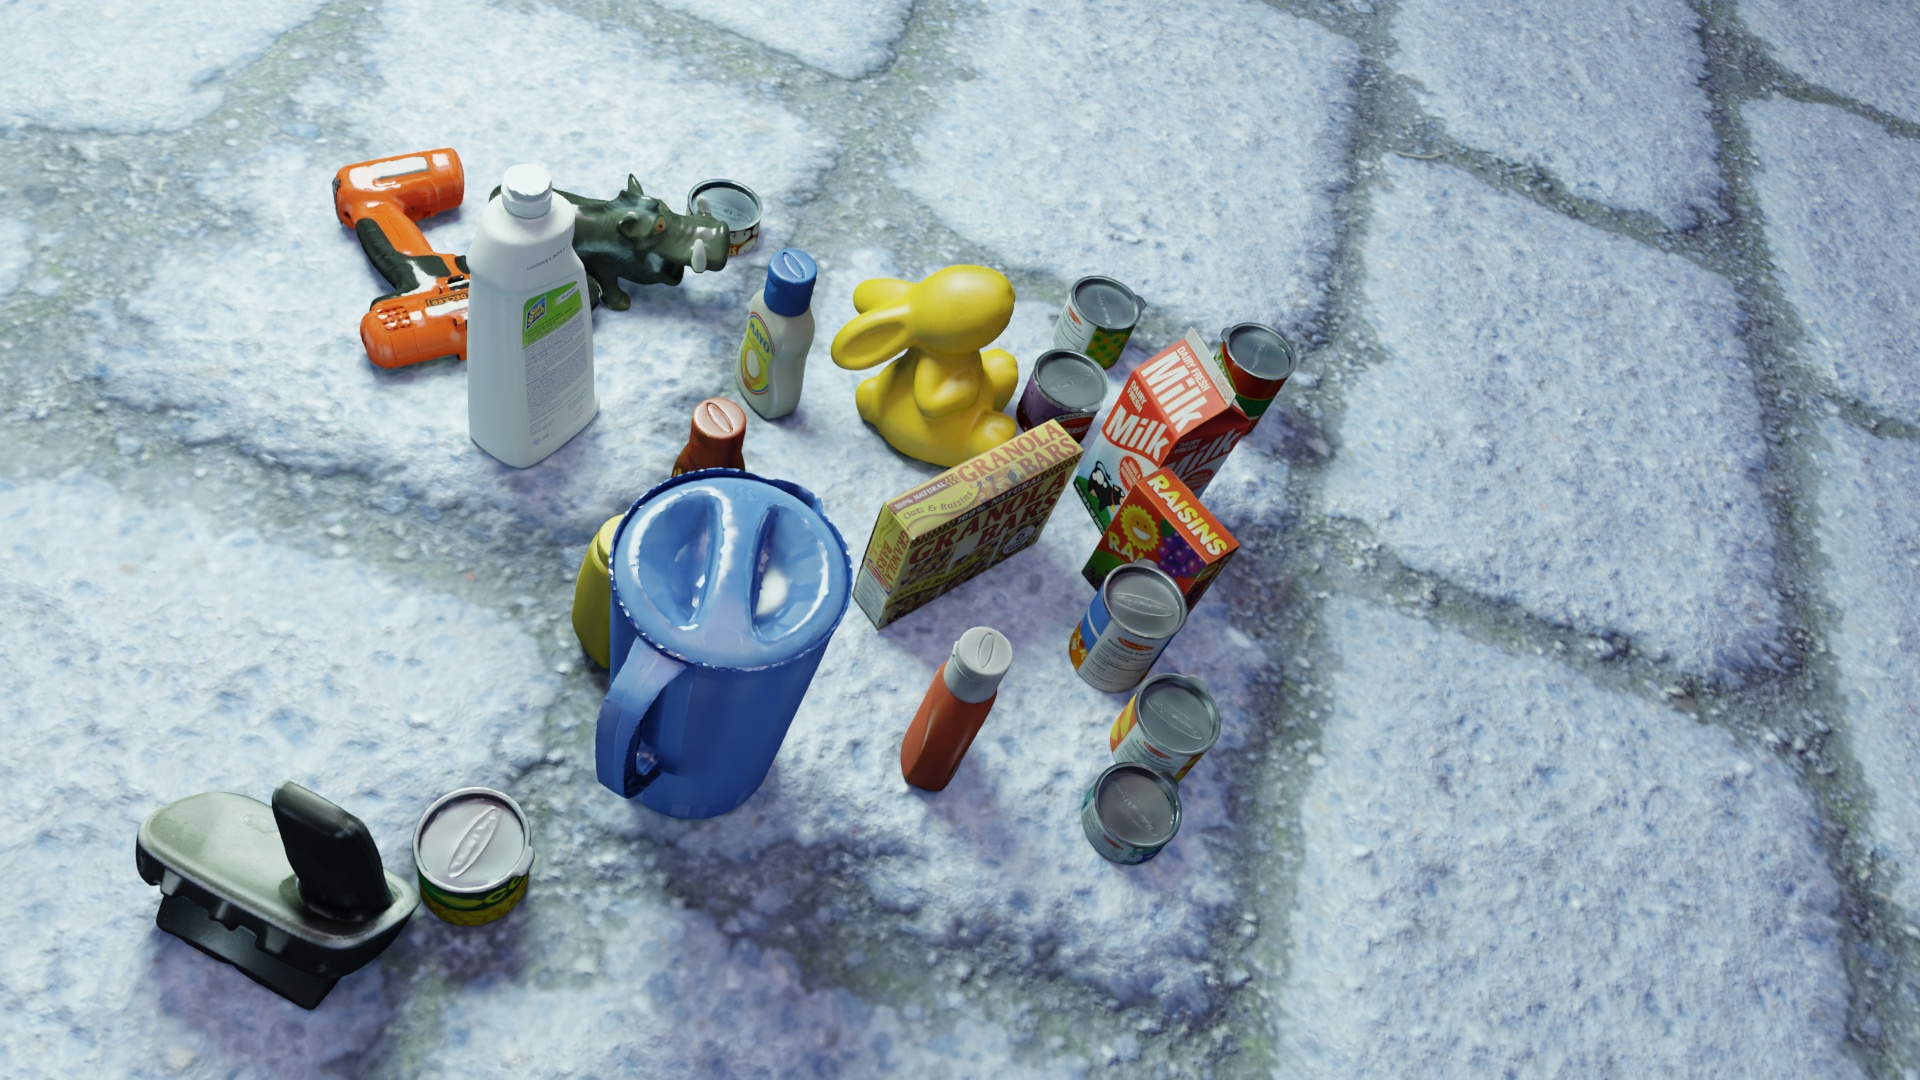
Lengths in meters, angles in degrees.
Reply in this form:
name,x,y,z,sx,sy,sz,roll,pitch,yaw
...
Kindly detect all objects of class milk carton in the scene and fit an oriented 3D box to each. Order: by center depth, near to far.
name,x,y,z,sx,sy,sz,roll,pitch,yaw
milk carton,0.163,-0.080,1.097,0.074,0.189,0.072,-14,61,-26

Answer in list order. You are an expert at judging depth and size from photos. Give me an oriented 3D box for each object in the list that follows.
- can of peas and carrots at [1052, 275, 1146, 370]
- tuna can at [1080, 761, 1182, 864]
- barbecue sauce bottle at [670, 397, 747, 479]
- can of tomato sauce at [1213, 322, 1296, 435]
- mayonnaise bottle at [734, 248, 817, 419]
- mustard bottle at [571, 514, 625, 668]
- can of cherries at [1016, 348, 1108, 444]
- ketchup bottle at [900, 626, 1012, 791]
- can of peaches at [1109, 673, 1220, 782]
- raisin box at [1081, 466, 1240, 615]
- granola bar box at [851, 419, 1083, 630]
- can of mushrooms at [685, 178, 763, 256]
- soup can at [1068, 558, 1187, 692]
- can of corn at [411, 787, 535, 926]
name,x,y,z,sx,sy,sz,roll,pitch,yaw
can of peas and carrots,0.124,-0.195,1.252,0.071,0.058,0.071,9,53,-12
tuna can,0.122,0.193,0.987,0.071,0.032,0.071,9,53,-12
barbecue sauce bottle,-0.179,-0.041,0.986,0.044,0.147,0.065,-26,67,-31
can of tomato sauce,0.249,-0.143,1.238,0.071,0.082,0.071,9,53,-12
mayonnaise bottle,-0.142,-0.163,1.086,0.041,0.147,0.065,-22,65,-30
mustard bottle,-0.220,0.025,0.918,0.065,0.159,0.049,-30,69,-33
can of cherries,0.087,-0.118,1.184,0.071,0.058,0.072,9,53,-12
ketchup bottle,-0.003,0.110,0.932,0.043,0.148,0.065,19,52,-4
can of peaches,0.150,0.139,1.018,0.071,0.057,0.071,9,53,-12
raisin box,0.152,0.014,1.068,0.040,0.122,0.086,-27,67,-31
granola bar box,0.004,-0.013,1.040,0.166,0.123,0.039,-28,68,-32
can of mushrooms,-0.210,-0.283,1.224,0.071,0.033,0.071,9,53,-12
soup can,0.125,0.065,1.048,0.071,0.083,0.072,9,53,-12
can of corn,-0.292,0.193,0.838,0.071,0.058,0.071,9,53,-12
